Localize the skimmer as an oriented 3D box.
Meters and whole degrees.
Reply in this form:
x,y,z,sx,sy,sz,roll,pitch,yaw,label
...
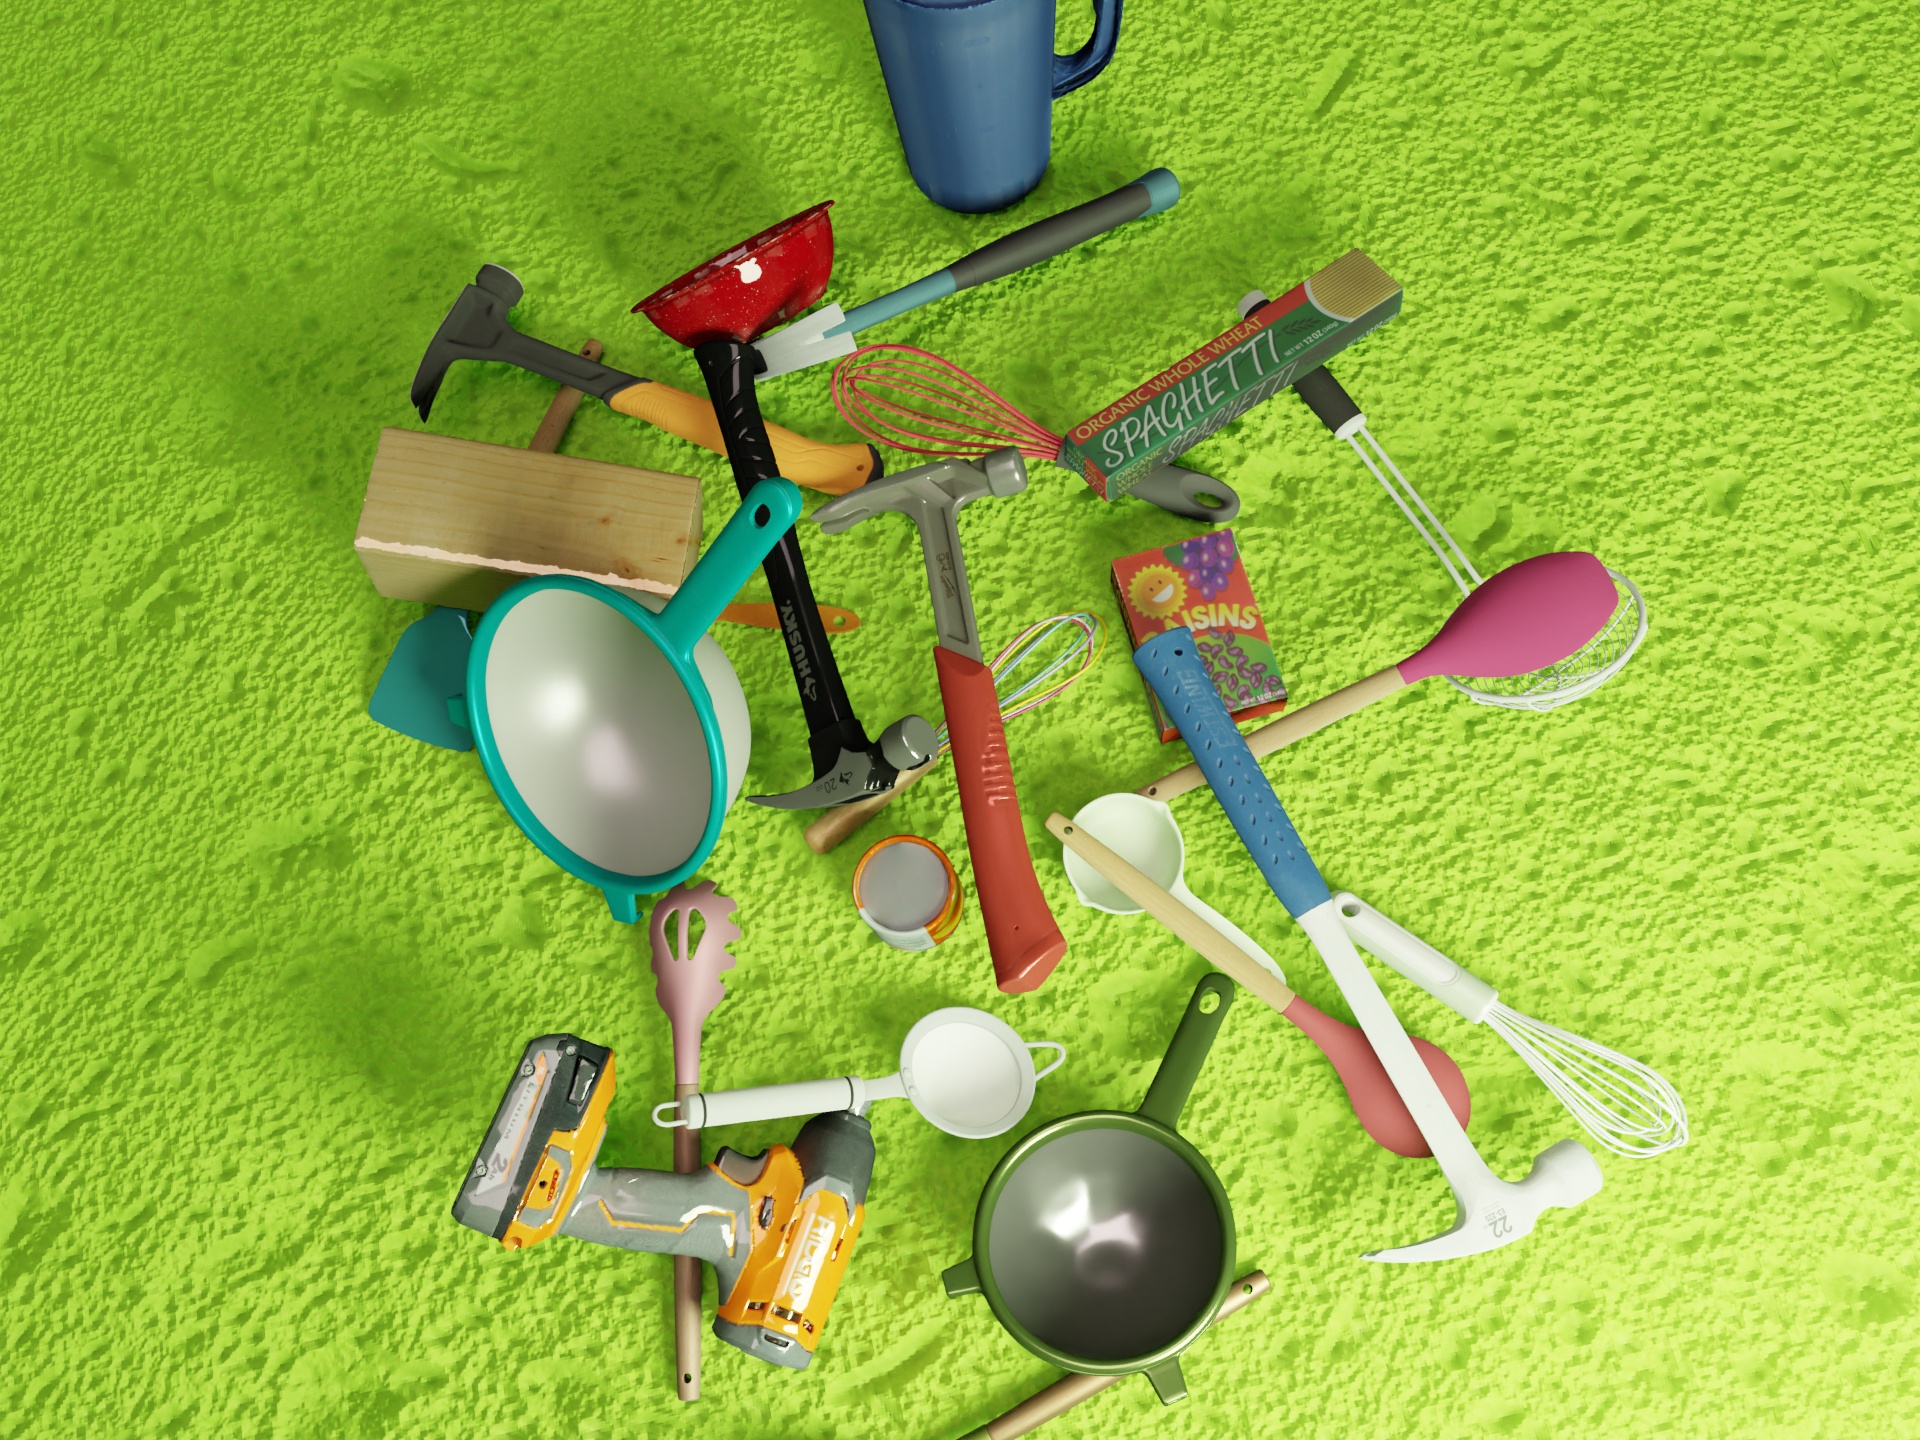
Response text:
x,y,z,sx,sy,sz,roll,pitch,yaw,label
0.295,-0.159,1.040,0.127,0.090,0.363,-33,73,-1,skimmer

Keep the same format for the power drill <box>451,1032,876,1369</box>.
x,y,z,sx,sy,sz,roll,pitch,yaw,label
-0.163,0.264,0.939,0.226,0.084,0.164,26,71,-11,power drill

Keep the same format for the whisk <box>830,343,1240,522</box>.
x,y,z,sx,sy,sz,roll,pitch,yaw,label
0.051,-0.191,1.094,0.296,0.073,0.073,19,76,4,whisk

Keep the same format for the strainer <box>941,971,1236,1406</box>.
x,y,z,sx,sy,sz,roll,pitch,yaw,label
0.109,0.271,0.954,0.151,0.069,0.256,19,59,22,strainer

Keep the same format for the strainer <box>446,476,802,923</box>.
x,y,z,sx,sy,sz,roll,pitch,yaw,label
-0.172,-0.039,0.981,0.211,0.095,0.340,49,126,6,strainer

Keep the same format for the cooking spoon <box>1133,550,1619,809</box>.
x,y,z,sx,sy,sz,roll,pitch,yaw,label
0.251,-0.017,0.992,0.319,0.017,0.069,-28,65,16,cooking spoon

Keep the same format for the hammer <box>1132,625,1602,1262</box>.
x,y,z,sx,sy,sz,roll,pitch,yaw,label
0.212,0.125,0.949,0.144,0.035,0.406,-24,74,-13,hammer

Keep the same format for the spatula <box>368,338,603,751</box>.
x,y,z,sx,sy,sz,roll,pitch,yaw,label
-0.322,-0.135,1.129,0.082,0.044,0.318,18,71,10,spatula

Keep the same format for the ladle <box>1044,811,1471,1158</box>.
x,y,z,sx,sy,sz,roll,pitch,yaw,label
0.179,0.155,0.968,0.315,0.031,0.069,37,80,7,ladle

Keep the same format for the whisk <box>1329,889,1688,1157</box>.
x,y,z,sx,sy,sz,roll,pitch,yaw,label
0.325,0.178,0.962,0.246,0.059,0.058,35,68,19,whisk

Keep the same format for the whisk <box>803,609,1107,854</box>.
x,y,z,sx,sy,sz,roll,pitch,yaw,label
-0.002,0.007,1.046,0.245,0.051,0.047,-39,80,-3,whisk

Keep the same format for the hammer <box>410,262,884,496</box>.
x,y,z,sx,sy,sz,roll,pitch,yaw,label
-0.215,-0.216,1.121,0.337,0.034,0.127,21,69,6,hammer

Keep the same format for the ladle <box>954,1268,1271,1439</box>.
x,y,z,sx,sy,sz,roll,pitch,yaw,label
0.041,0.401,0.919,0.320,0.062,0.078,-28,71,-6,ladle

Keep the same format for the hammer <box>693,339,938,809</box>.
x,y,z,sx,sy,sz,roll,pitch,yaw,label
-0.119,-0.101,1.041,0.146,0.035,0.335,-29,72,37,hammer

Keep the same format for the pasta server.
x,y,z,sx,sy,sz,roll,pitch,yaw,label
-0.169,0.256,0.998,0.060,0.040,0.316,-4,77,4,pasta server

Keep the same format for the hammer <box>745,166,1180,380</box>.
x,y,z,sx,sy,sz,roll,pitch,yaw,label
0.003,-0.315,1.119,0.331,0.128,0.033,-26,106,-10,hammer

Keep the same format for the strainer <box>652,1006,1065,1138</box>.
x,y,z,sx,sy,sz,roll,pitch,yaw,label
-0.058,0.220,0.946,0.258,0.050,0.087,0,52,-28,strainer

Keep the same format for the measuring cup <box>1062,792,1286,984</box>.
x,y,z,sx,sy,sz,roll,pitch,yaw,label
0.136,0.115,1.007,0.167,0.038,0.083,40,83,5,measuring cup

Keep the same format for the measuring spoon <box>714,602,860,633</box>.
x,y,z,sx,sy,sz,roll,pitch,yaw,label
-0.127,-0.071,1.099,0.117,0.011,0.021,4,72,3,measuring spoon

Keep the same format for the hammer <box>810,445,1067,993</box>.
x,y,z,sx,sy,sz,roll,pitch,yaw,label
-0.002,-0.003,1.007,0.149,0.036,0.359,-16,66,14,hammer
